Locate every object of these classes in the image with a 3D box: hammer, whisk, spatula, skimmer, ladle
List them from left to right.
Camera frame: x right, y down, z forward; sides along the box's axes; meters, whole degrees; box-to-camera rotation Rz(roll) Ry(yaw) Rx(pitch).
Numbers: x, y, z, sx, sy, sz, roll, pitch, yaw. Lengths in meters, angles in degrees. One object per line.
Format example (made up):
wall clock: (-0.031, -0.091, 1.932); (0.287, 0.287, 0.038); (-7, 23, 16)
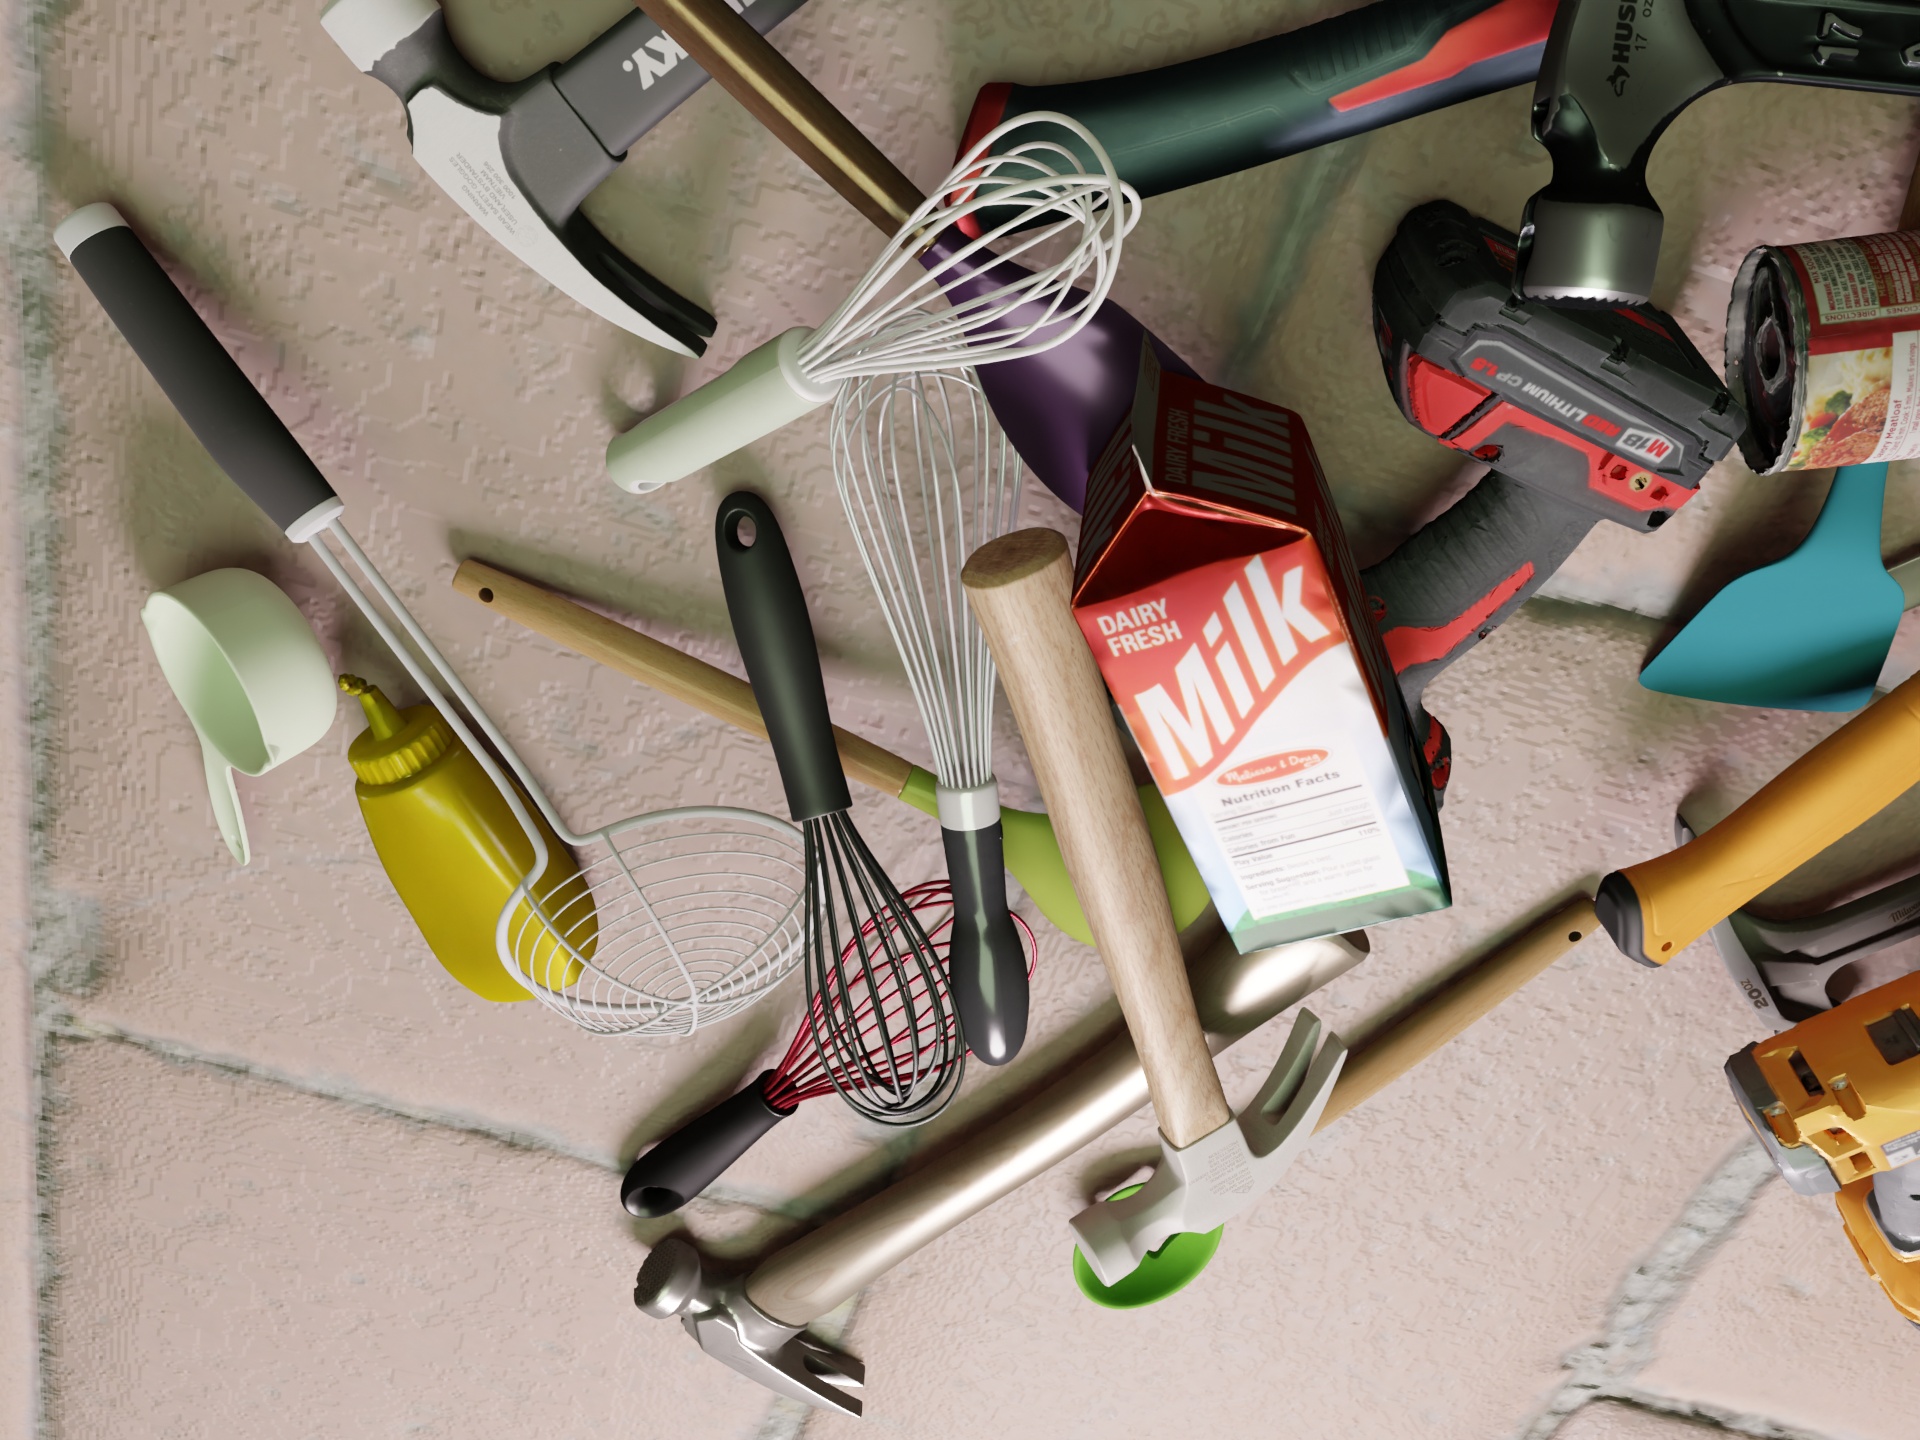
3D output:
skimmer: (-0.186, -0.028, 0.587); (0.127, 0.090, 0.363); (-33, 101, 13)
whisk: (-0.071, 0.158, 0.713); (0.073, 0.073, 0.295); (35, 125, -19)
whisk: (-0.041, -0.112, 0.482); (0.246, 0.058, 0.059); (-14, 91, 47)
whisk: (-0.048, 0.031, 0.578); (0.055, 0.055, 0.239); (-16, 91, 12)
ladle: (-0.044, 0.007, 0.625); (0.320, 0.062, 0.078); (25, 117, -6)
spatula: (-0.029, -0.158, 0.469); (0.315, 0.018, 0.059); (40, 117, -16)
hammer: (-0.017, -0.240, 0.456); (0.335, 0.035, 0.146); (-30, 117, 20)
whisk: (0.000, -0.002, 0.565); (0.070, 0.070, 0.284); (-5, 109, 6)
hammer: (0.027, 0.211, 0.754); (0.146, 0.038, 0.410); (39, 117, -23)
hammer: (0.066, 0.074, 0.585); (0.130, 0.031, 0.331); (-28, 125, -12)
hammer: (0.184, -0.193, 0.461); (0.386, 0.038, 0.143); (-13, 114, 15)
spatula: (0.302, -0.135, 0.517); (0.082, 0.044, 0.317); (7, 119, 9)
hammer: (0.370, -0.021, 0.556); (0.127, 0.034, 0.337); (31, 117, -31)
hammer: (0.469, 0.021, 0.607); (0.359, 0.037, 0.149); (-29, 118, 21)
hammer: (0.355, -0.163, 0.401); (0.409, 0.036, 0.149); (5, 102, 1)

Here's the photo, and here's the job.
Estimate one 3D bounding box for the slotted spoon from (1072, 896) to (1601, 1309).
slotted spoon: (0.167, 0.179, 0.732); (0.070, 0.031, 0.313); (36, 116, -20)

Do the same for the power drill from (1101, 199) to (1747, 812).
power drill: (0.143, -0.054, 0.551); (0.143, 0.079, 0.219); (22, 125, -11)

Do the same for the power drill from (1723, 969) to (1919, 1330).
power drill: (0.433, 0.160, 0.648); (0.185, 0.084, 0.226); (-31, 131, 18)

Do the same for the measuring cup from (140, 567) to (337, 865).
measuring cup: (-0.279, 0.005, 0.630); (0.083, 0.038, 0.167); (43, 143, 14)

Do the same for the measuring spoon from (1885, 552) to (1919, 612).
measuring spoon: (0.362, -0.063, 0.572); (0.124, 0.018, 0.034); (-29, 117, 27)
